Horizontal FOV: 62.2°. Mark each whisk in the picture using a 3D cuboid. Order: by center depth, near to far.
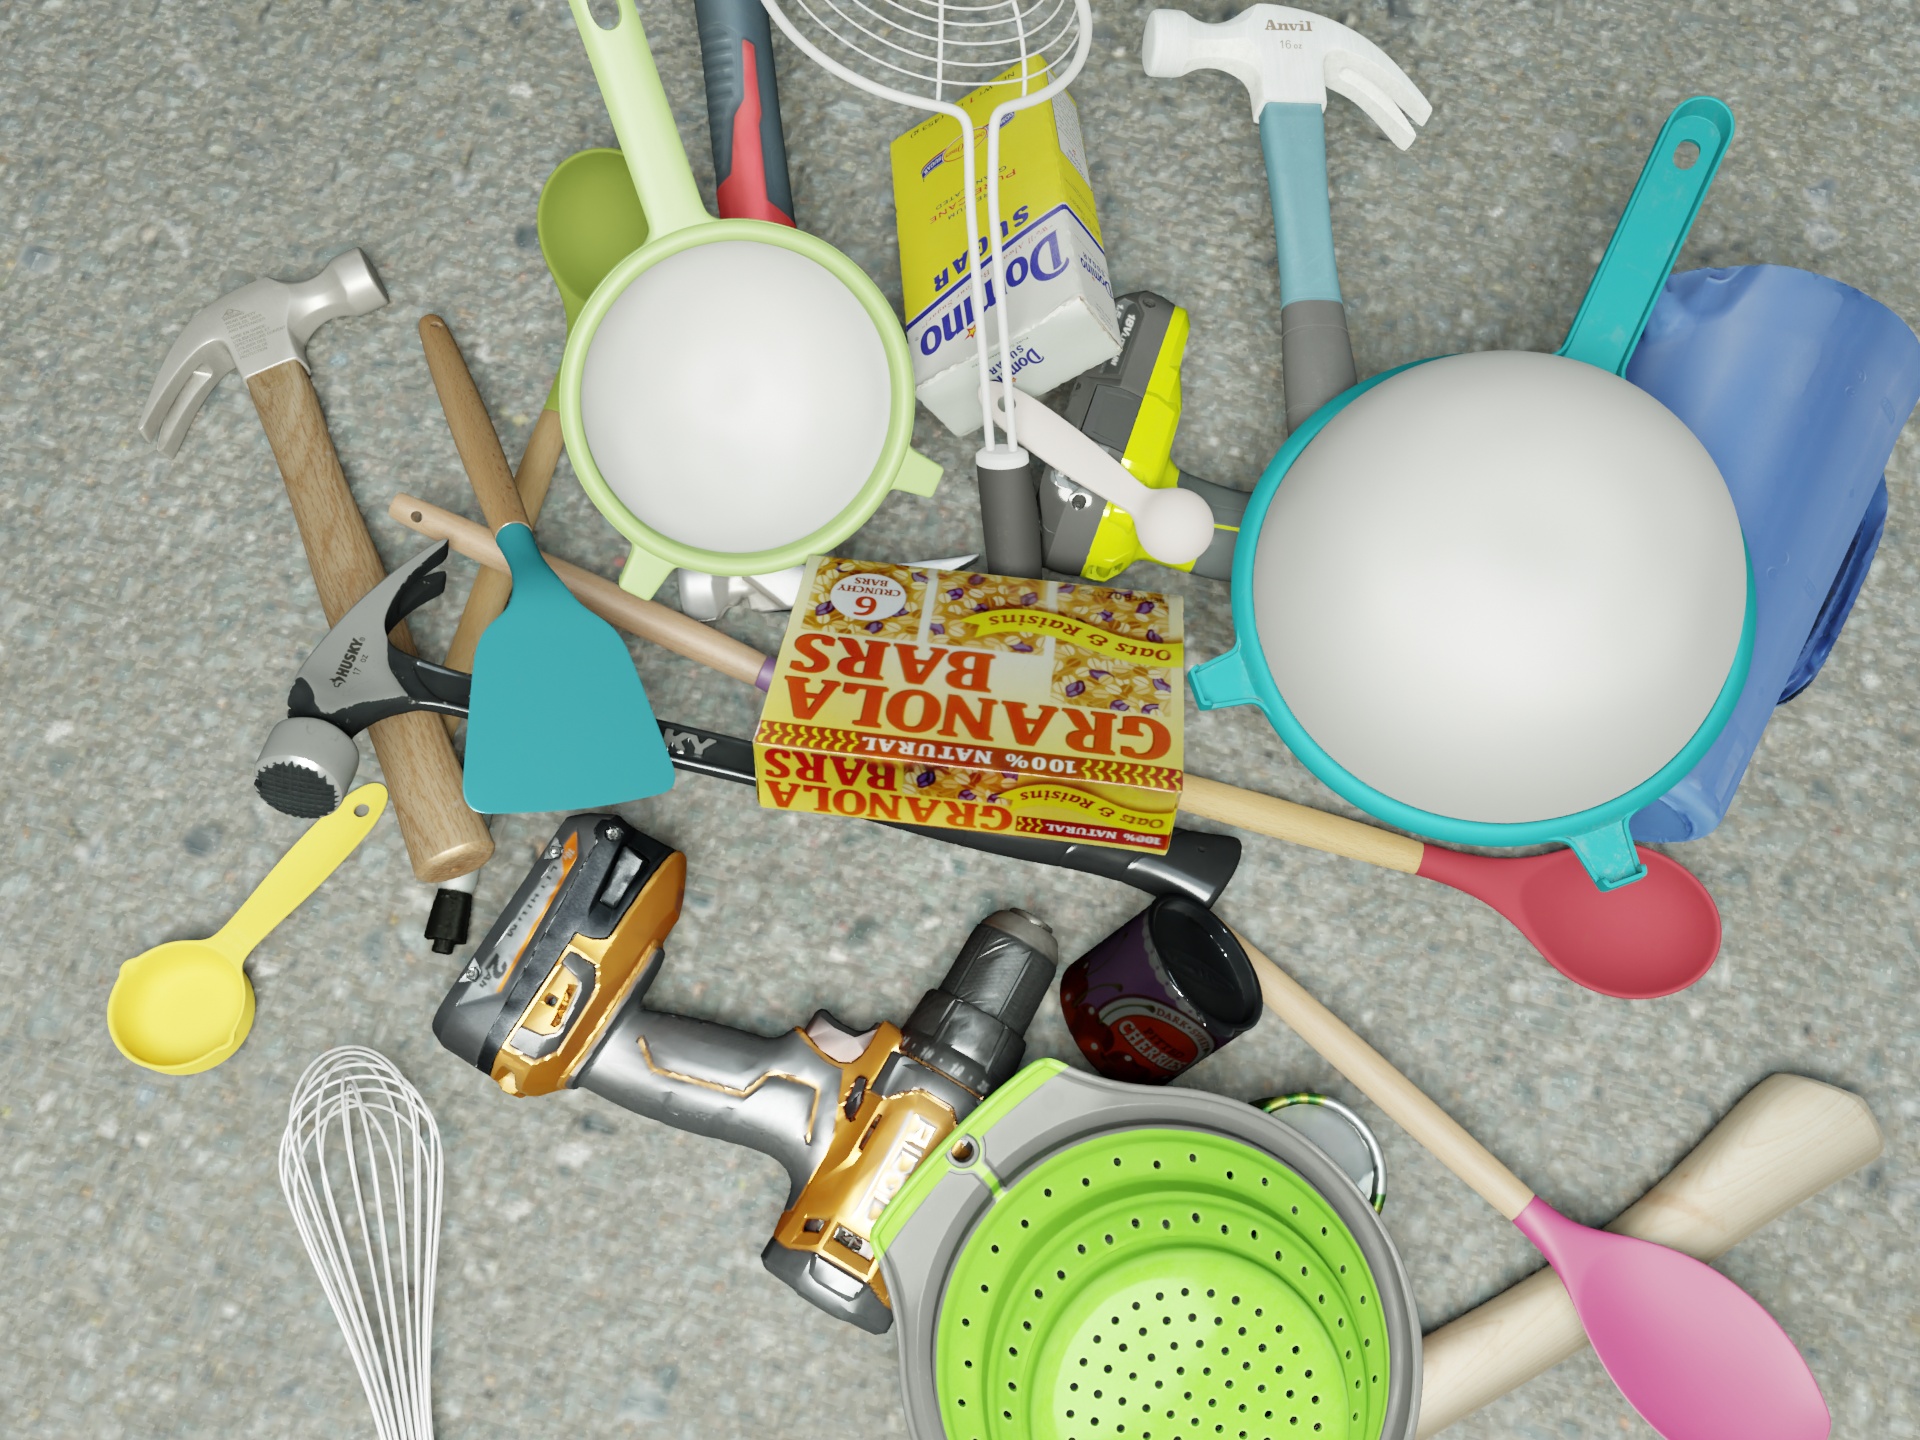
[{"bbox_3d":[-0.229,0.275,0.653,0.070,0.070,0.285,-13,80,-4],"label":"whisk"}]

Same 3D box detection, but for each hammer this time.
[{"bbox_3d":[0.217,0.276,0.664,0.410,0.038,0.146,-27,78,-8],"label":"hammer"},{"bbox_3d":[-0.071,0.020,0.688,0.409,0.036,0.149,14,43,-9],"label":"hammer"},{"bbox_3d":[0.158,-0.173,0.717,0.128,0.033,0.331,-1,76,-6],"label":"hammer"},{"bbox_3d":[-0.290,-0.073,0.744,0.130,0.031,0.331,-25,69,-5],"label":"hammer"},{"bbox_3d":[-0.082,-0.246,0.759,0.143,0.038,0.386,-7,90,-3],"label":"hammer"}]

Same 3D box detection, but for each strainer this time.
[{"bbox_3d":[0.243,-0.117,0.626,0.211,0.095,0.340,25,83,10],"label":"strainer"},{"bbox_3d":[-0.115,-0.189,0.675,0.151,0.069,0.256,-22,114,-9],"label":"strainer"}]

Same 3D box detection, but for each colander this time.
[{"bbox_3d":[0.136,0.300,0.579,0.204,0.094,0.397,-45,86,-6],"label":"colander"}]

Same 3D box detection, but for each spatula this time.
[{"bbox_3d":[-0.205,-0.087,0.701,0.082,0.044,0.318,-6,44,-27],"label":"spatula"},{"bbox_3d":[-0.114,-0.036,0.734,0.316,0.018,0.060,24,96,-2],"label":"spatula"}]

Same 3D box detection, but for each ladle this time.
[{"bbox_3d":[0.185,0.057,0.731,0.315,0.031,0.069,16,84,6],"label":"ladle"},{"bbox_3d":[-0.207,-0.128,0.765,0.078,0.062,0.320,15,77,7],"label":"ladle"}]

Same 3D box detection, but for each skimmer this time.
[{"bbox_3d":[-0.001,-0.150,0.637,0.127,0.363,0.090,9,36,24],"label":"skimmer"}]

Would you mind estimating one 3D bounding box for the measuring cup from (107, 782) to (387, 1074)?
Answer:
[{"bbox_3d":[-0.314,0.092,0.721,0.062,0.029,0.156,33,65,8],"label":"measuring cup"}]

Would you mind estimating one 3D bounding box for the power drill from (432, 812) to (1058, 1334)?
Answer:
[{"bbox_3d":[-0.082,0.124,0.684,0.226,0.084,0.185,30,74,4],"label":"power drill"}]

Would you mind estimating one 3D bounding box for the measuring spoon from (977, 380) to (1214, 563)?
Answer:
[{"bbox_3d":[0.058,-0.113,0.698,0.124,0.018,0.034,36,82,5],"label":"measuring spoon"}]

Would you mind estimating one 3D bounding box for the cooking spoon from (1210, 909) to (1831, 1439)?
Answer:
[{"bbox_3d":[0.216,0.186,0.669,0.069,0.017,0.319,-41,67,-18],"label":"cooking spoon"}]

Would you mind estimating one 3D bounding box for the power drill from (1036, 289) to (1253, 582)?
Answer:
[{"bbox_3d":[0.156,-0.111,0.755,0.223,0.080,0.171,20,75,1],"label":"power drill"}]
